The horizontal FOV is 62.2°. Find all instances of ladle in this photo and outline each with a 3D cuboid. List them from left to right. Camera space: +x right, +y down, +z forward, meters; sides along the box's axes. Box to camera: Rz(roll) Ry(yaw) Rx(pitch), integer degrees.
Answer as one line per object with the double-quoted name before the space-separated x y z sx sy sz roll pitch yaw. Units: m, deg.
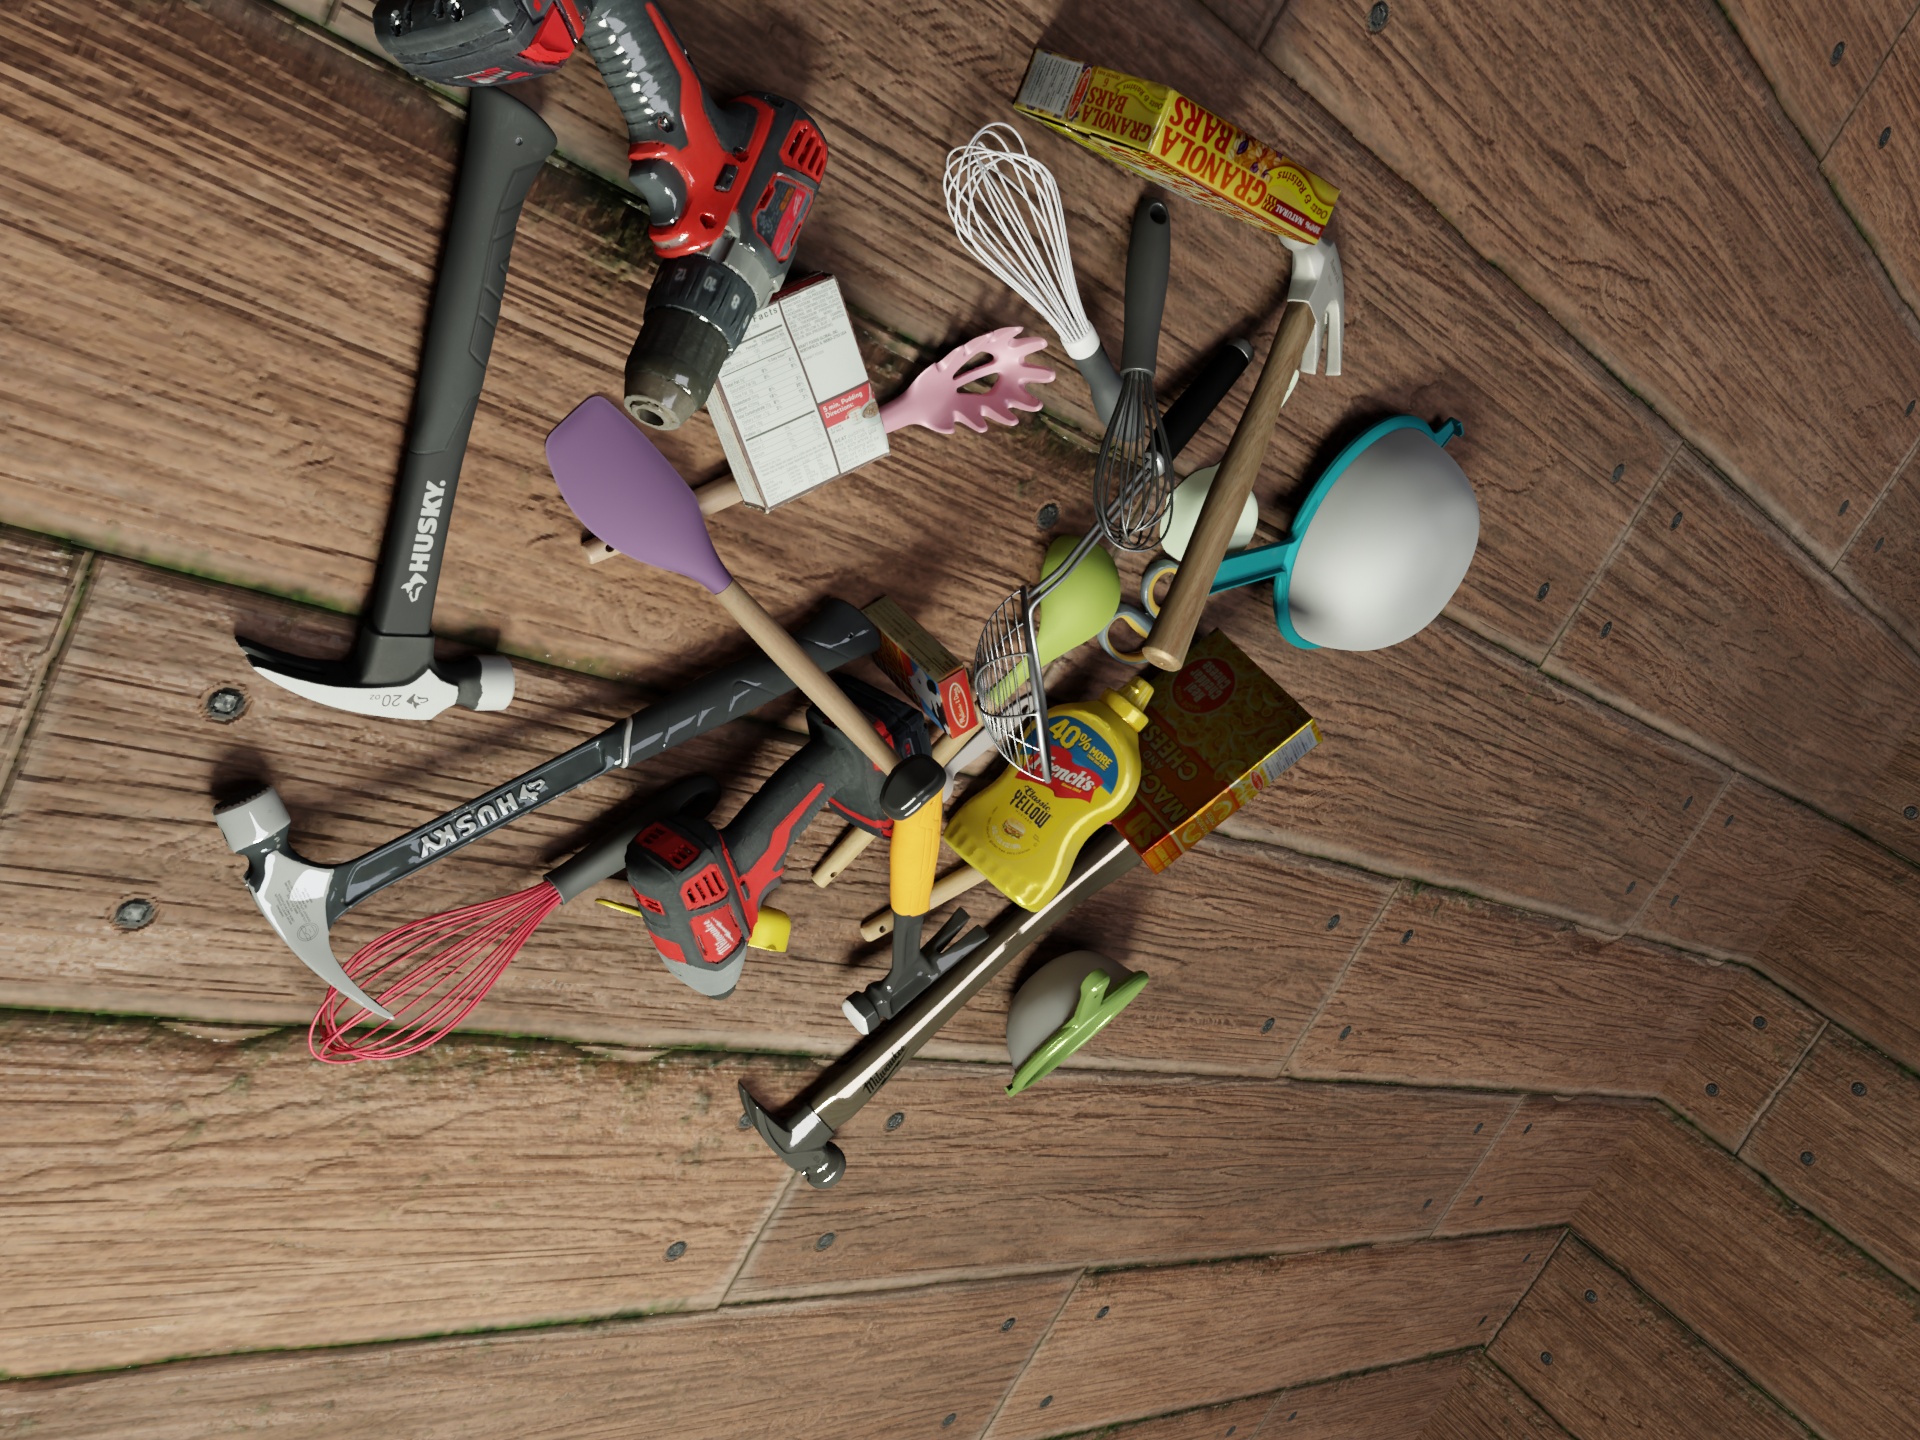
"ladle" -0.002 -0.004 1.155 0.320 0.062 0.078 -46 142 6

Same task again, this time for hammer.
"hammer" -0.269 -0.153 0.810 0.146 0.035 0.334 0 119 -42
"hammer" -0.217 0.027 0.959 0.409 0.036 0.149 -29 107 -28
"hammer" -0.028 0.114 1.102 0.127 0.034 0.336 -37 157 -22
"hammer" 0.001 0.209 1.308 0.410 0.038 0.146 -41 136 -10
"hammer" 0.200 -0.187 1.114 0.129 0.031 0.331 39 70 -55

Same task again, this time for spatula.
"spatula" -0.127 -0.061 0.949 0.060 0.018 0.315 -45 119 -5

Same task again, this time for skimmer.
"skimmer" 0.122 -0.121 1.071 0.363 0.090 0.127 -52 155 -20

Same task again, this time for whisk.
"whisk" -0.271 0.117 0.993 0.296 0.073 0.073 -35 137 -26
"whisk" 0.063 -0.262 1.008 0.070 0.070 0.284 -47 143 -3
"whisk" 0.117 -0.222 1.016 0.055 0.055 0.239 15 77 -46

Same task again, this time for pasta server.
"pasta server" -0.082 -0.164 0.963 0.316 0.040 0.060 -28 118 -21

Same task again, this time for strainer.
"strainer" 0.086 0.227 1.323 0.151 0.069 0.256 -37 163 -14
"strainer" 0.313 -0.122 1.259 0.340 0.095 0.210 -17 131 -43

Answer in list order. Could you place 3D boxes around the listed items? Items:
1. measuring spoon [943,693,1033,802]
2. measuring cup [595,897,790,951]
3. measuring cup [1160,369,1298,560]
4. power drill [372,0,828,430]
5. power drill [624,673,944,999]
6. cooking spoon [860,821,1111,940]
"measuring spoon" 0.016 0.023 1.197 0.124 0.018 0.034 -40 137 -12
"measuring cup" -0.179 0.128 1.080 0.156 0.062 0.029 23 80 -44
"measuring cup" 0.216 -0.188 1.201 0.083 0.038 0.167 22 106 -47
"power drill" -0.160 -0.267 0.747 0.226 0.080 0.188 44 59 -50
"power drill" -0.115 0.081 1.046 0.220 0.079 0.143 -40 139 -30
"cooking spoon" 0.058 0.097 1.280 0.319 0.017 0.068 -27 113 -20
